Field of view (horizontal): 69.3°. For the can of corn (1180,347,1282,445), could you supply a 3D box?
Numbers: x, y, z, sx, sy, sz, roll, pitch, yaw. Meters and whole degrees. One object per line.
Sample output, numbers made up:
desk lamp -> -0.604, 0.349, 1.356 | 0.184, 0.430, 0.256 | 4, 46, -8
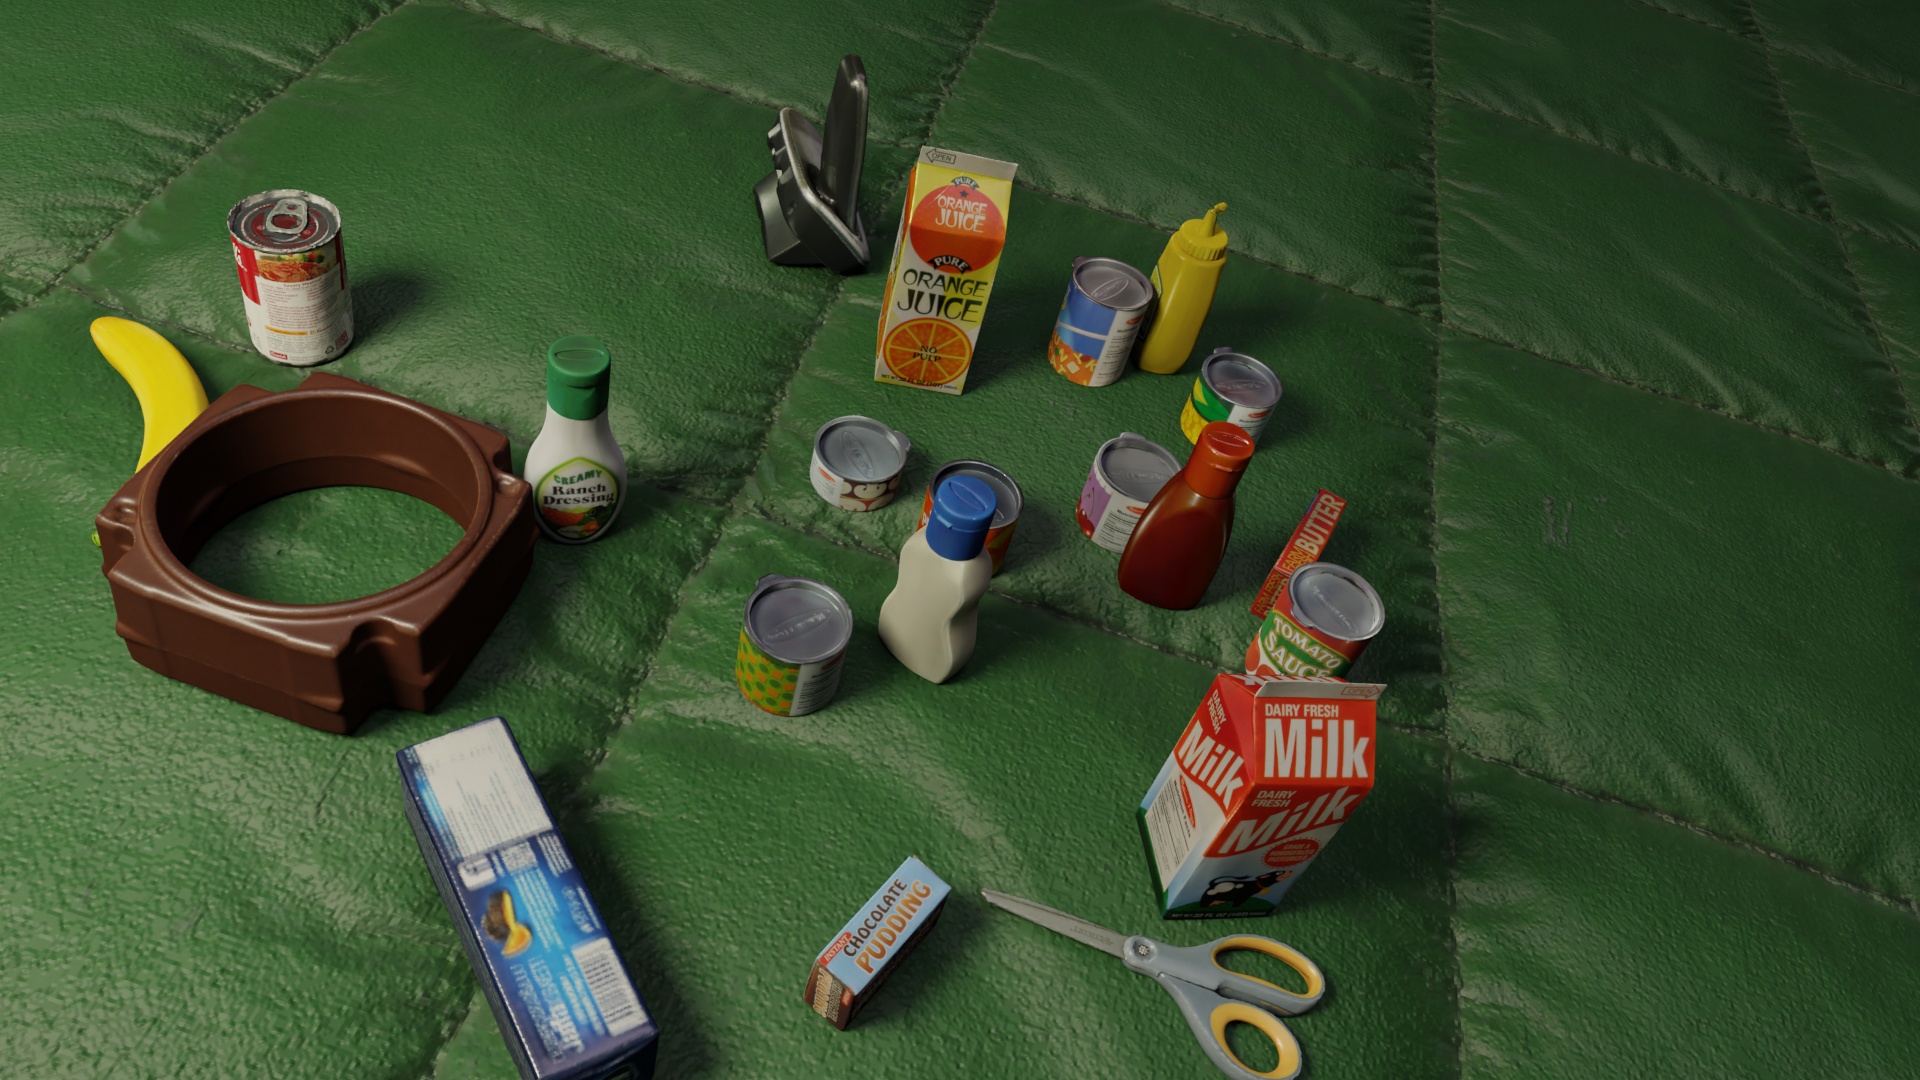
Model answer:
can of corn -> 0.215, -0.110, 1.111 | 0.071, 0.058, 0.071 | 8, 46, -9

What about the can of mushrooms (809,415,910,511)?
can of mushrooms -> -0.071, -0.055, 0.992 | 0.071, 0.033, 0.071 | 8, 46, -9

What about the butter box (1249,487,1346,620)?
butter box -> 0.246, 0.011, 1.010 | 0.024, 0.052, 0.104 | 30, 47, 12

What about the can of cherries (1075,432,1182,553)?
can of cherries -> 0.123, -0.034, 1.013 | 0.071, 0.058, 0.072 | 8, 46, -9

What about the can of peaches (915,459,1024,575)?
can of peaches -> 0.003, -0.012, 0.957 | 0.071, 0.057, 0.071 | 8, 46, -9

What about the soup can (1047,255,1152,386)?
soup can -> 0.110, -0.178, 1.125 | 0.071, 0.083, 0.072 | 8, 46, -9

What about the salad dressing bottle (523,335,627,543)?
salad dressing bottle -> -0.240, -0.061, 0.869 | 0.064, 0.146, 0.044 | -4, 49, -19

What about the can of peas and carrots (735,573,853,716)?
can of peas and carrots -> -0.105, 0.064, 0.854 | 0.071, 0.058, 0.071 | 8, 46, -9

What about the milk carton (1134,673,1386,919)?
milk carton -> 0.166, 0.135, 0.776 | 0.072, 0.189, 0.074 | 2, 48, -14

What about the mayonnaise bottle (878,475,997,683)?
mayonnaise bottle -> -0.011, 0.023, 0.858 | 0.065, 0.147, 0.041 | 39, 49, 19

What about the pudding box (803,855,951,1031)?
pudding box -> -0.044, 0.213, 0.739 | 0.030, 0.049, 0.084 | 35, 48, 16

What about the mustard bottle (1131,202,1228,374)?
mustard bottle -> 0.181, -0.209, 1.122 | 0.049, 0.159, 0.065 | 7, 47, -10

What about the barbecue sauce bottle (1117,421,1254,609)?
barbecue sauce bottle -> 0.157, -0.016, 0.943 | 0.065, 0.147, 0.044 | 15, 46, -3

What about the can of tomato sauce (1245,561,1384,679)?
can of tomato sauce -> 0.236, 0.067, 0.935 | 0.071, 0.082, 0.071 | 8, 46, -9

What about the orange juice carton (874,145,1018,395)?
orange juice carton -> -0.013, -0.207, 1.040 | 0.072, 0.191, 0.073 | 9, 46, -9
